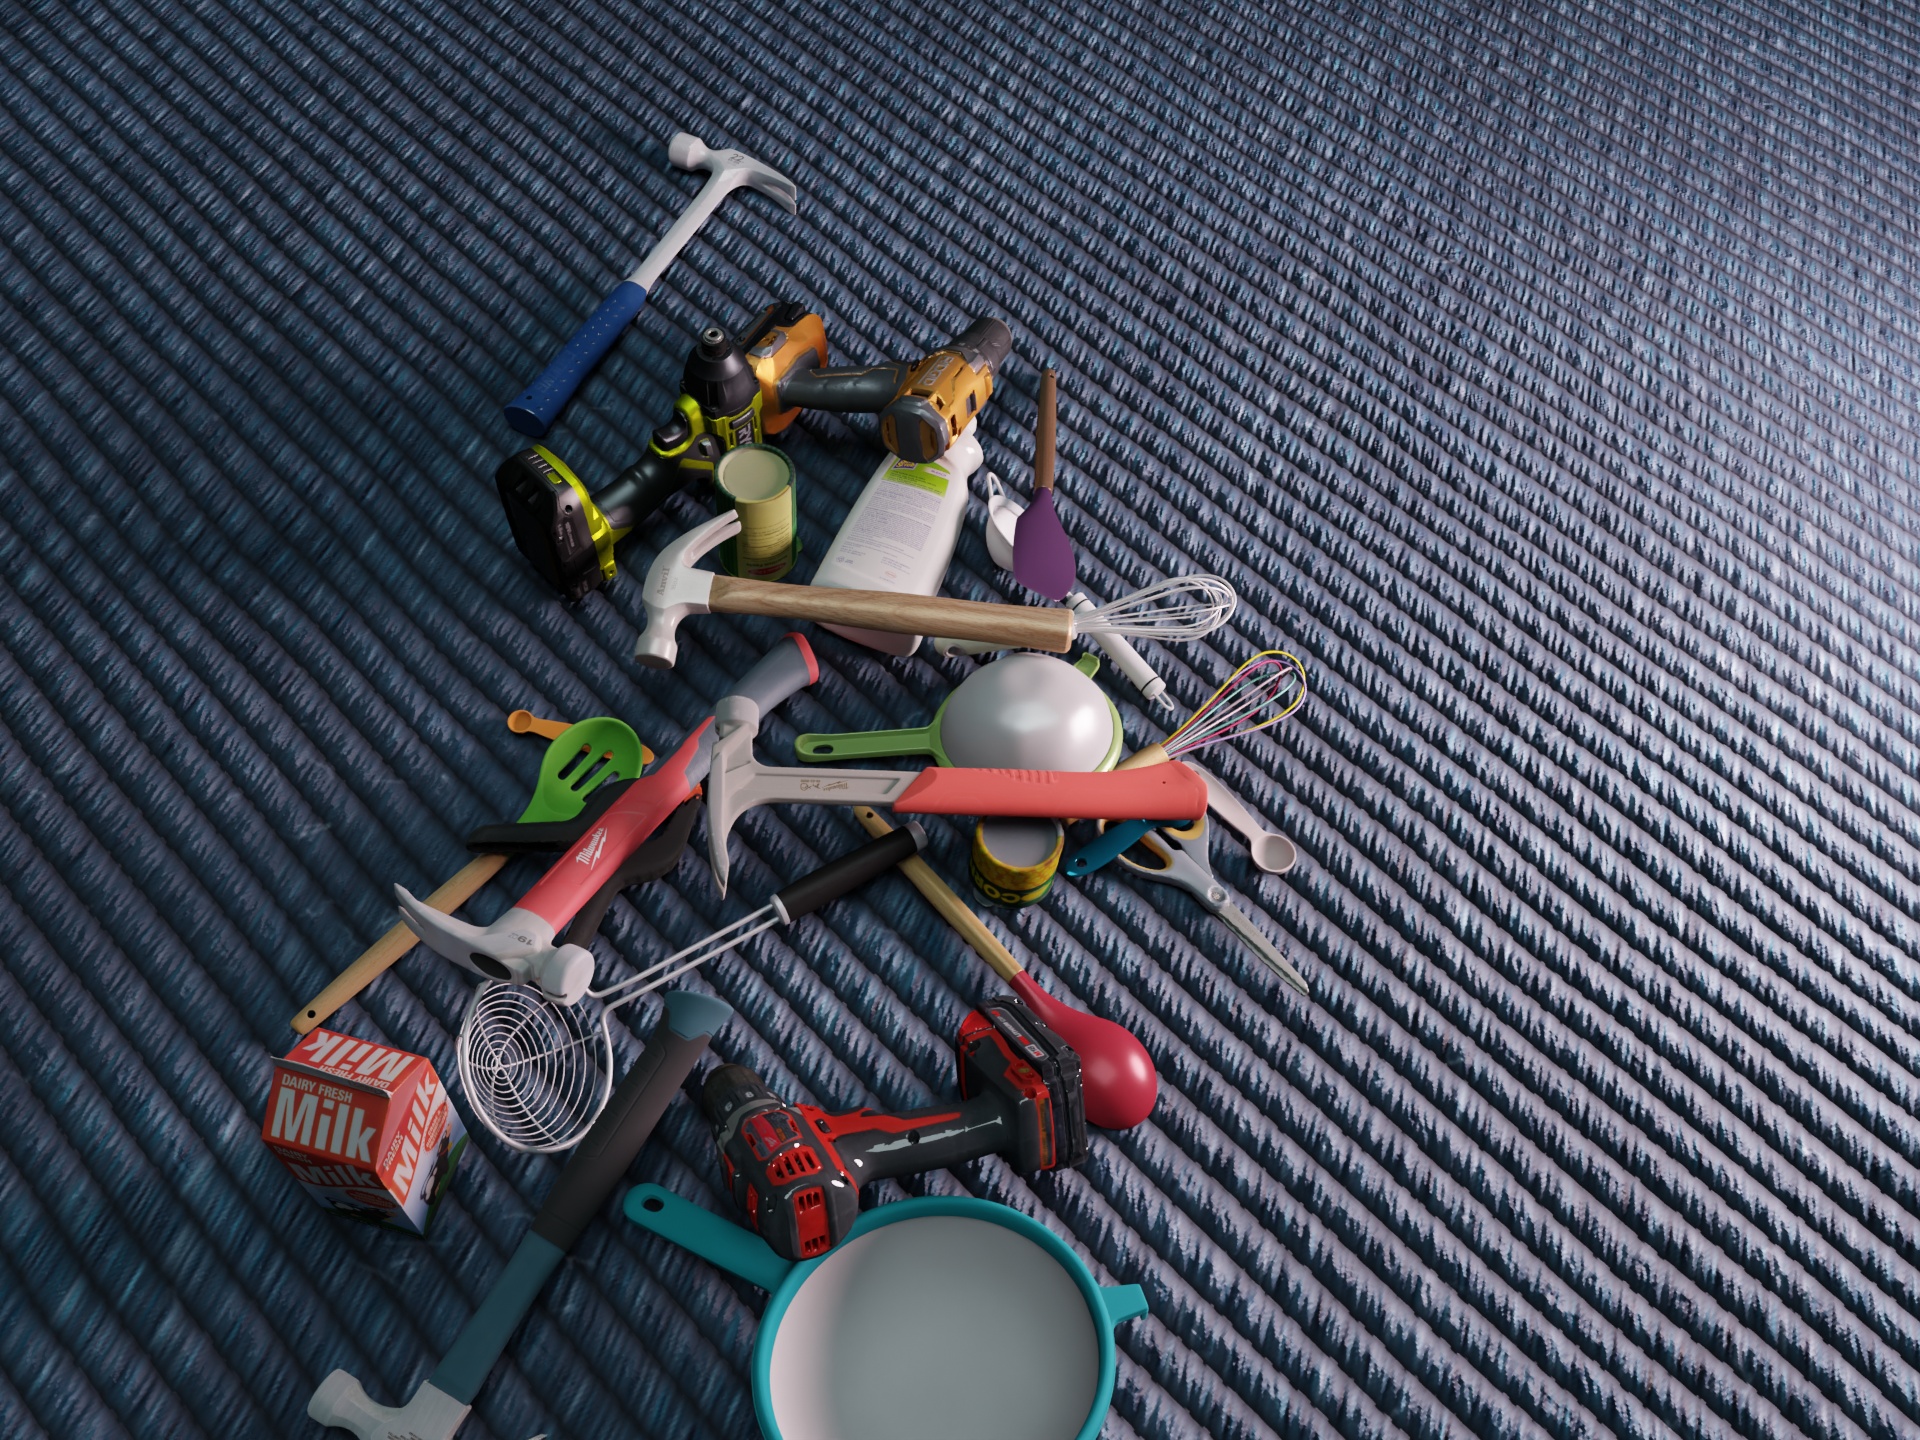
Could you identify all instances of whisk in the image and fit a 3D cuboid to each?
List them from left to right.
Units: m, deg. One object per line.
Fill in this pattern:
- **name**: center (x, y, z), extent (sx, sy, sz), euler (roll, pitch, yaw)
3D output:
- **whisk**: center (0.097, -0.079, 1.273), extent (0.246, 0.057, 0.059), euler (-8, 55, 13)
- **whisk**: center (0.173, 0.013, 1.257), extent (0.245, 0.047, 0.051), euler (-30, 33, -17)

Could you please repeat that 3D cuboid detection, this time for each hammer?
- **hammer**: center (-0.250, 0.310, 0.990), extent (0.128, 0.033, 0.331), euler (30, 71, 6)
- **hammer**: center (-0.228, 0.043, 1.145), extent (0.143, 0.038, 0.386), euler (21, 42, 16)
- **hammer**: center (-0.295, -0.411, 1.493), extent (0.144, 0.035, 0.406), euler (22, 58, 9)
- **hammer**: center (-0.079, -0.089, 1.229), extent (0.331, 0.031, 0.130), euler (6, 69, 2)
- **hammer**: center (0.001, 0.059, 1.134), extent (0.359, 0.036, 0.149), euler (3, 58, -10)

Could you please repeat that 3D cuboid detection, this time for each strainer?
- **strainer**: center (-0.067, 0.381, 0.975), extent (0.340, 0.095, 0.211), euler (17, 43, 28)
- **strainer**: center (-0.002, -0.004, 1.225), extent (0.256, 0.069, 0.152), euler (-4, 47, -2)
- **strainer**: center (0.090, -0.101, 1.325), extent (0.259, 0.050, 0.087), euler (50, 25, 18)

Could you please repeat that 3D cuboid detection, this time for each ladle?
- **ladle**: center (0.024, 0.167, 1.153), extent (0.069, 0.031, 0.316), euler (-34, 64, -24)

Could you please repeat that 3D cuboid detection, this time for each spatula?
- **spatula**: center (0.074, -0.211, 1.376), extent (0.059, 0.018, 0.316), euler (23, 43, -18)

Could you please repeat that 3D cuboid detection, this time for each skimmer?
- **skimmer**: center (-0.169, 0.163, 1.090), extent (0.363, 0.090, 0.127), euler (-27, 100, -20)

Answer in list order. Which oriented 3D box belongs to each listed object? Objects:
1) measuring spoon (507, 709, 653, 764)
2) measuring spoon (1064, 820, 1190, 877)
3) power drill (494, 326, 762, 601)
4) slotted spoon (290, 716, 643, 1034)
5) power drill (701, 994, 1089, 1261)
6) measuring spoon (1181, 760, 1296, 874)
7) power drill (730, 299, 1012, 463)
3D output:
- **measuring spoon**: center (-0.294, 0.016, 1.232), extent (0.117, 0.011, 0.021), euler (15, 62, 1)
- **measuring spoon**: center (0.128, 0.080, 1.199), extent (0.128, 0.021, 0.042), euler (-31, 64, -26)
- **power drill**: center (-0.257, -0.211, 1.289), extent (0.223, 0.171, 0.080), euler (-40, 68, -23)
- **slotted spoon**: center (-0.354, 0.111, 1.152), extent (0.070, 0.031, 0.314), euler (44, 64, 2)
- **power drill**: center (-0.051, 0.252, 1.032), extent (0.226, 0.080, 0.188), euler (-13, 19, -21)
- **measuring spoon**: center (0.212, 0.077, 1.239), extent (0.034, 0.018, 0.124), euler (-29, 57, -22)
- **power drill**: center (-0.077, -0.307, 1.389), extent (0.226, 0.084, 0.185), euler (14, 46, 21)
